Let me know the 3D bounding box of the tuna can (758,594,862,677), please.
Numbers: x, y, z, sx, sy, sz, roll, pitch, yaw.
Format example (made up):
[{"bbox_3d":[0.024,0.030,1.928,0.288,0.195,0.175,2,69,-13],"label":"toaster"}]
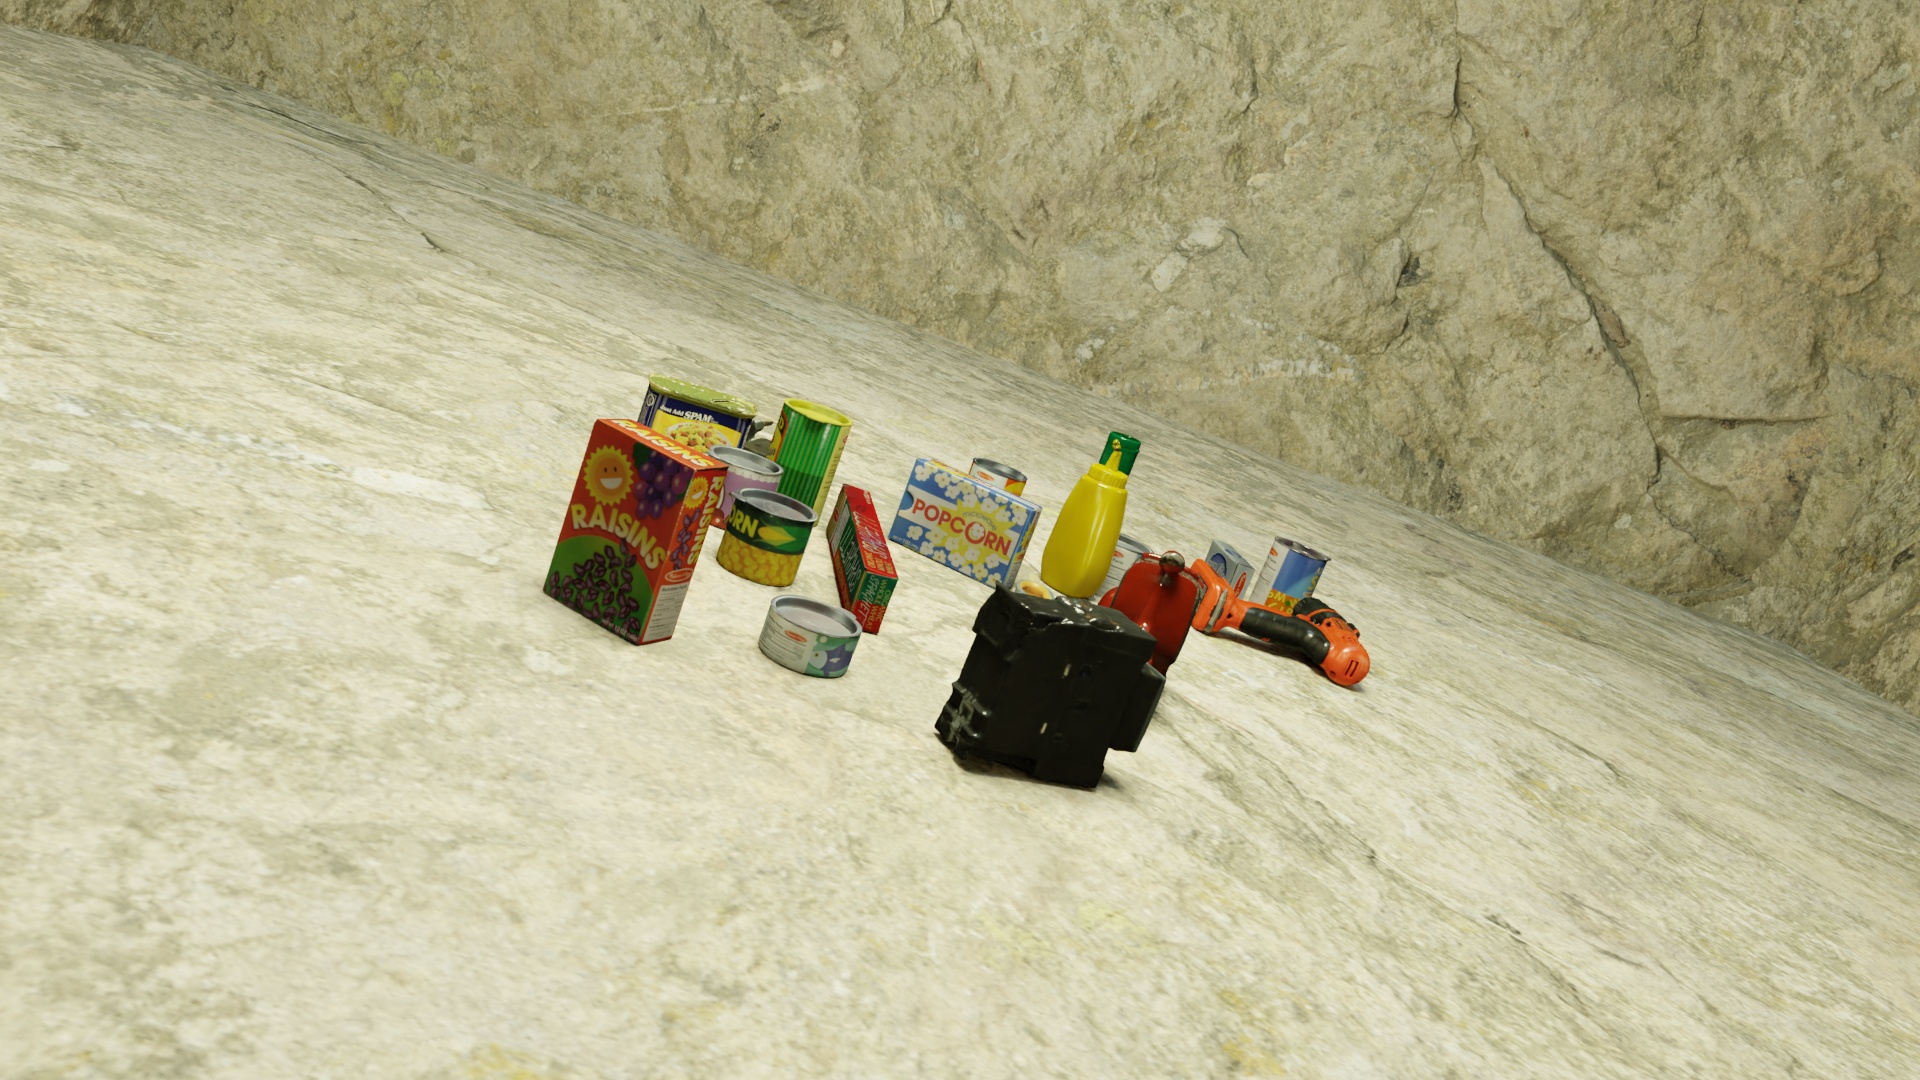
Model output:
[{"bbox_3d":[-0.103,0.066,0.959,0.071,0.032,0.071,19,14,-5],"label":"tuna can"}]

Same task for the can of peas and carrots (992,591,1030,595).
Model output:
[{"bbox_3d":[0.048,0.078,1.073,0.071,0.058,0.071,19,13,-5],"label":"can of peas and carrots"}]

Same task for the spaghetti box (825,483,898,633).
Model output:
[{"bbox_3d":[-0.085,0.010,1.163,0.029,0.050,0.251,17,14,-14],"label":"spaghetti box"}]

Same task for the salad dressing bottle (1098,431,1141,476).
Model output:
[{"bbox_3d":[0.155,-0.046,1.520,0.044,0.147,0.064,26,14,23],"label":"salad dressing bottle"}]

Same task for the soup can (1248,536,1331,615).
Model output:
[{"bbox_3d":[0.387,0.048,1.629,0.071,0.083,0.071,19,13,-5],"label":"soup can"}]

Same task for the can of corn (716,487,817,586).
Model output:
[{"bbox_3d":[-0.155,-0.003,1.096,0.071,0.058,0.071,19,13,-5],"label":"can of corn"}]

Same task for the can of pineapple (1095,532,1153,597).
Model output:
[{"bbox_3d":[0.160,0.026,1.439,0.071,0.057,0.071,19,13,-5],"label":"can of pineapple"}]

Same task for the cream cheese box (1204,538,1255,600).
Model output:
[{"bbox_3d":[0.308,0.039,1.614,0.024,0.053,0.104,18,14,-11],"label":"cream cheese box"}]

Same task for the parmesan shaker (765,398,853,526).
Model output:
[{"bbox_3d":[-0.147,-0.071,1.275,0.071,0.102,0.071,19,13,-5],"label":"parmesan shaker"}]

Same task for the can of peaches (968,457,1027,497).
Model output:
[{"bbox_3d":[0.037,-0.055,1.576,0.071,0.058,0.071,19,13,-5],"label":"can of peaches"}]

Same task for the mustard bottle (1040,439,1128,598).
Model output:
[{"bbox_3d":[0.132,-0.024,1.374,0.049,0.159,0.065,6,19,-47],"label":"mustard bottle"}]

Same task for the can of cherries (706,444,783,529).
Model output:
[{"bbox_3d":[-0.195,-0.044,1.197,0.071,0.058,0.071,19,13,-5],"label":"can of cherries"}]

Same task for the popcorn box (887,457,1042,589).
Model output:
[{"bbox_3d":[0.005,-0.017,1.322,0.127,0.085,0.038,25,14,17],"label":"popcorn box"}]

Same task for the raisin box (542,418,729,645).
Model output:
[{"bbox_3d":[-0.209,-0.007,0.894,0.086,0.123,0.040,26,14,22],"label":"raisin box"}]
